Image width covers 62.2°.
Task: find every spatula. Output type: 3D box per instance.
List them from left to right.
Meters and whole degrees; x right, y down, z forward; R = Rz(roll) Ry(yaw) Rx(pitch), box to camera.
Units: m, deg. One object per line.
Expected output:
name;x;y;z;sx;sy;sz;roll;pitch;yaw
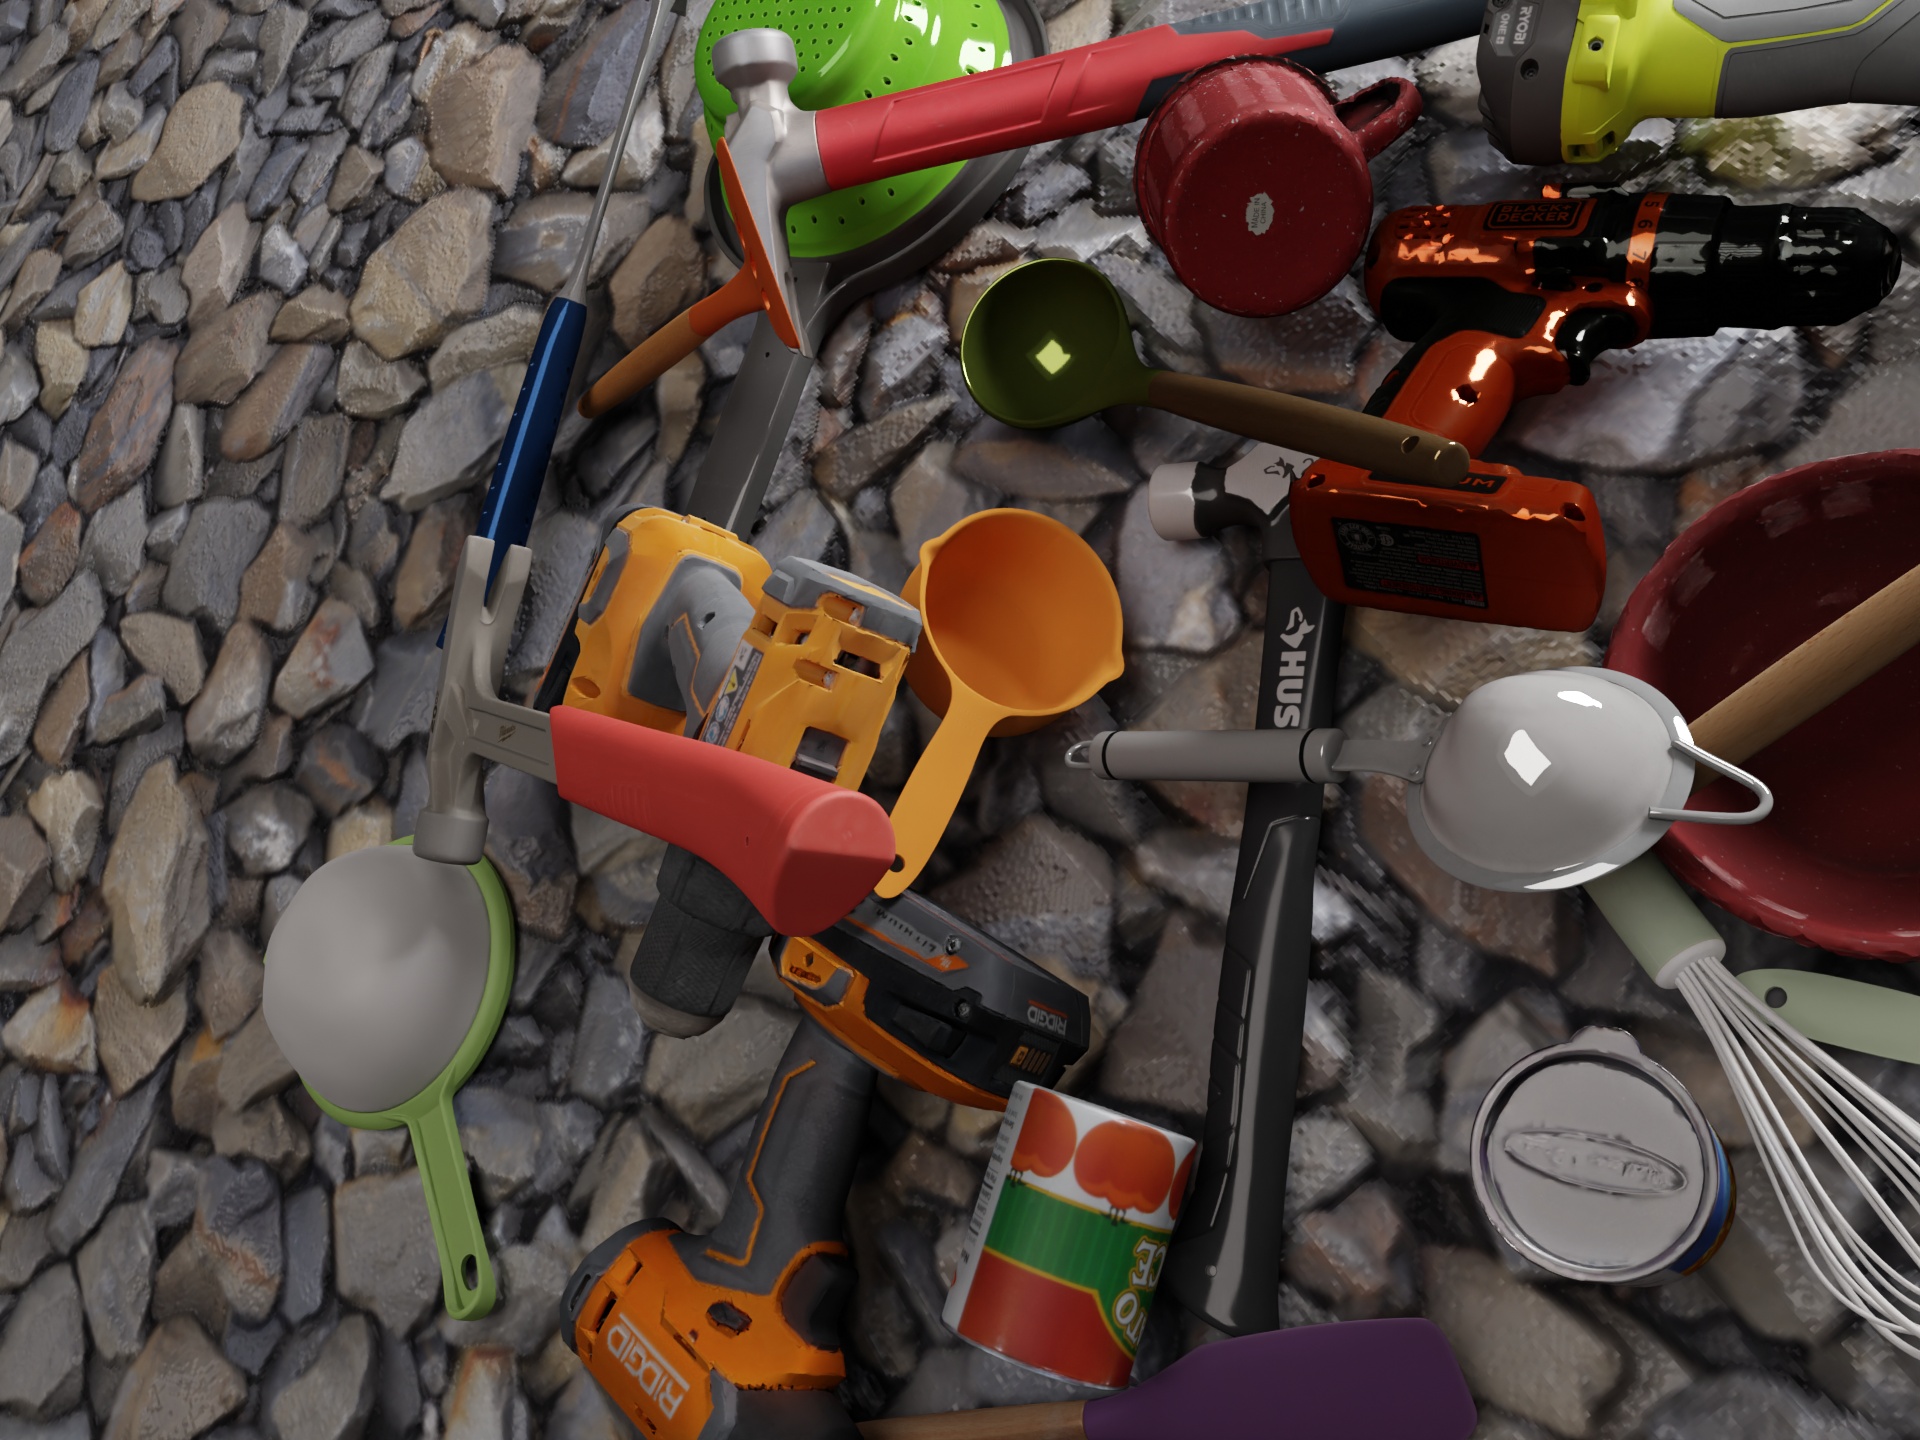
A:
spatula;-0.134;-0.176;0.729;0.323;0.041;0.081;-5;107;61
spatula;0.026;0.256;0.570;0.316;0.018;0.059;-18;99;26
spatula;0.290;-0.053;0.456;0.317;0.044;0.082;-39;45;14

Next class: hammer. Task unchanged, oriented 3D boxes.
hammer;-0.200;-0.229;0.834;0.144;0.035;0.405;-155;82;-70
hammer;-0.131;0.007;0.594;0.359;0.036;0.149;10;90;55
hammer;0.085;-0.263;0.685;0.386;0.038;0.143;-9;95;13
hammer;0.122;0.053;0.587;0.146;0.035;0.335;0;72;31

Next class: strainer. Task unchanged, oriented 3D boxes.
strainer;-0.277;0.161;0.754;0.151;0.069;0.257;-36;56;13
strainer;0.128;0.012;0.532;0.258;0.050;0.087;-1;50;47

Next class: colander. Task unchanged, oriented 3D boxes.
colander;-0.091;-0.248;0.786;0.205;0.094;0.397;12;78;33

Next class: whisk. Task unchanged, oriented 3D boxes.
whisk;0.234;0.083;0.498;0.059;0.057;0.247;108;148;-42

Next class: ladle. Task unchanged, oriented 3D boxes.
ladle;0.079;-0.126;0.588;0.078;0.062;0.320;-56;26;4

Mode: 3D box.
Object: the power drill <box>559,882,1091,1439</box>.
power drill;-0.045;0.182;0.596;0.164;0.084;0.226;26;86;43

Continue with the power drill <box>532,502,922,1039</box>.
power drill;-0.111;0.010;0.662;0.226;0.084;0.185;31;99;58

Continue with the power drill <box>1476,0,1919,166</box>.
power drill;0.311;-0.269;0.545;0.228;0.080;0.190;14;93;25

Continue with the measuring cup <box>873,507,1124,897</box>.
measuring cup;-0.001;-0.002;0.635;0.174;0.095;0.052;-63;11;-22

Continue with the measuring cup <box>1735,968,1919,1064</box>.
measuring cup;0.315;0.101;0.464;0.168;0.038;0.083;10;79;50
